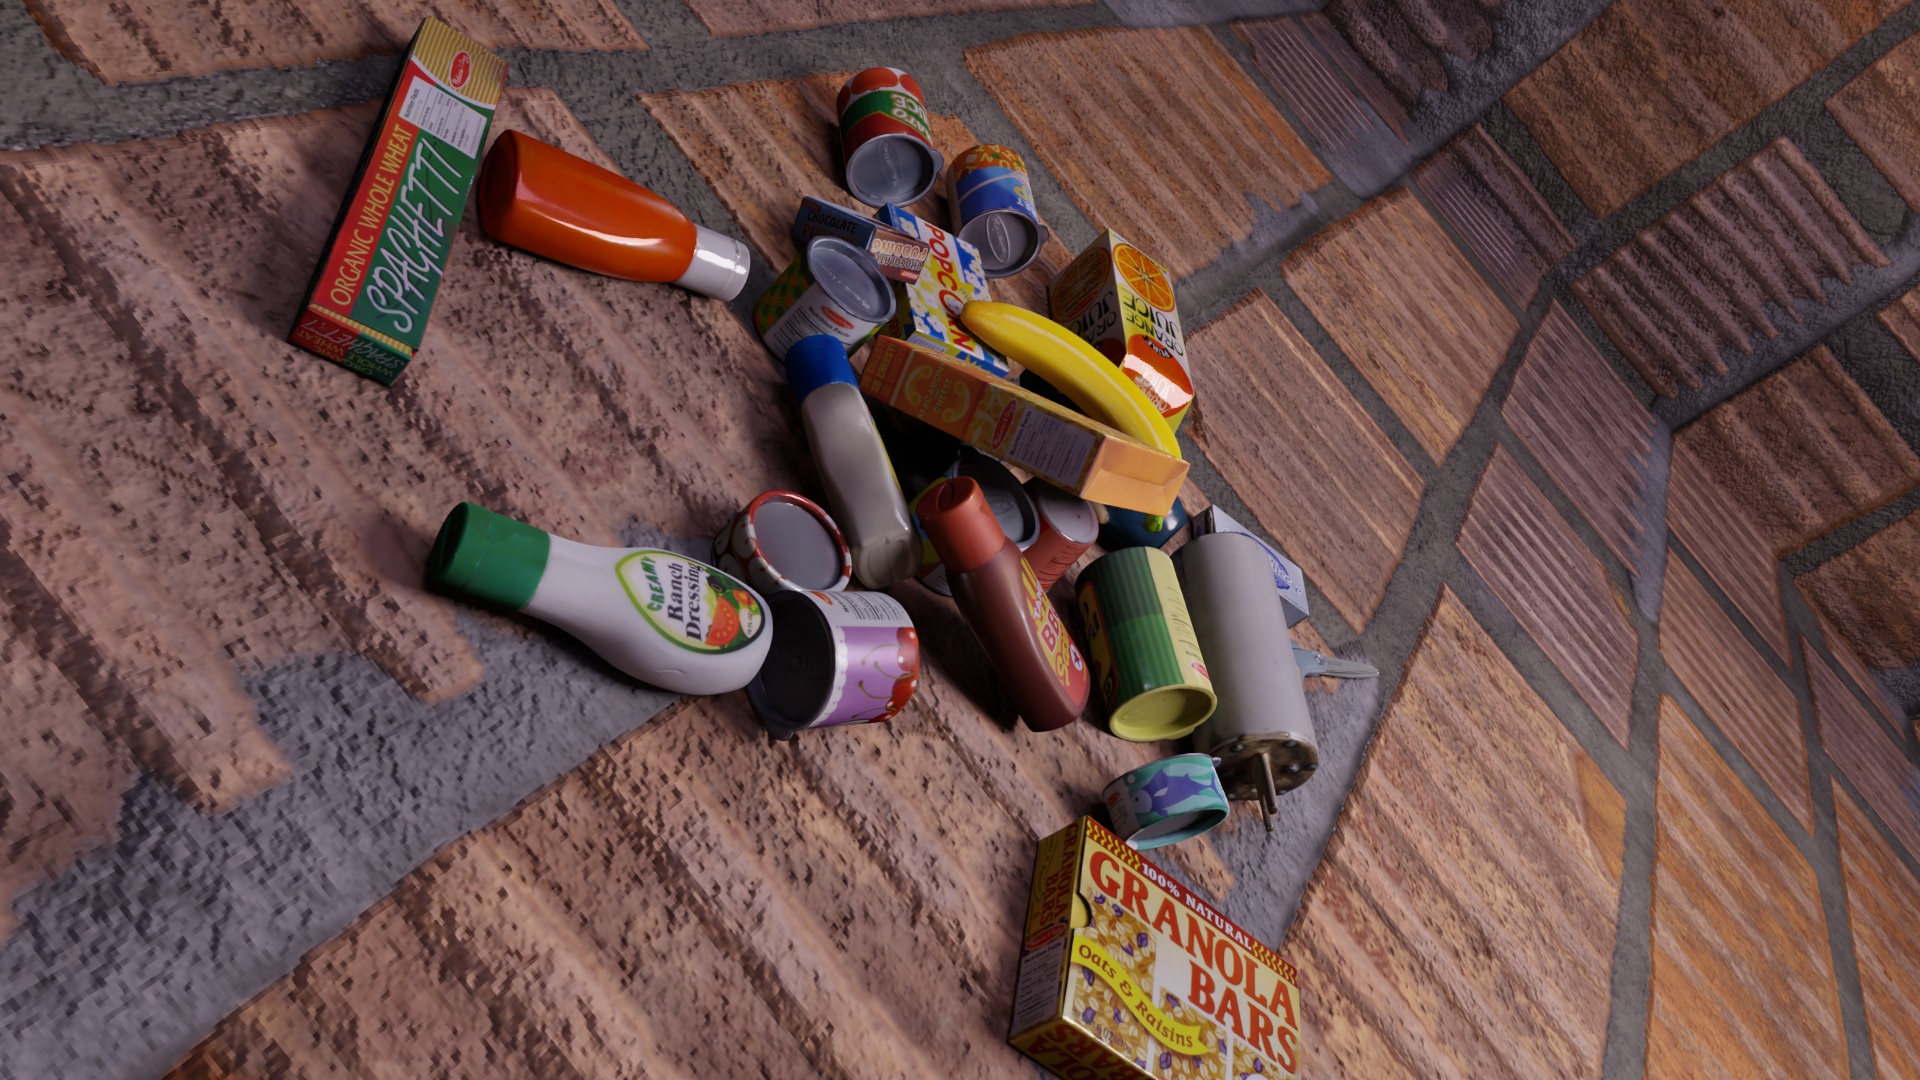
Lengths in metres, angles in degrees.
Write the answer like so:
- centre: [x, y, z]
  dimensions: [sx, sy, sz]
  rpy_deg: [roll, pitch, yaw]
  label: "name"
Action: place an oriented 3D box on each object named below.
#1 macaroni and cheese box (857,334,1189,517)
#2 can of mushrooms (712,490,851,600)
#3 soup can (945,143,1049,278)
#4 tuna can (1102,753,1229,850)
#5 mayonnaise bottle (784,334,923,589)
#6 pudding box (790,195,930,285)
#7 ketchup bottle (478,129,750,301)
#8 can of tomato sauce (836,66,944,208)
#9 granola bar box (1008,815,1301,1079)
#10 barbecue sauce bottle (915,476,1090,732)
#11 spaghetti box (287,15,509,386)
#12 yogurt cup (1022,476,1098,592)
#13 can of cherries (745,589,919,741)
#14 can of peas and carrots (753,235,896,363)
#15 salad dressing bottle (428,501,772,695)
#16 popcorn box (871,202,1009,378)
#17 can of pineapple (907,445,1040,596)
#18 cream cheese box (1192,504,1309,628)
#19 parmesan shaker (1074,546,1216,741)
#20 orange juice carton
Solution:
- centre: [0.039, -0.069, 0.834]
  dimensions: [0.167, 0.040, 0.124]
  rpy_deg: [28, 10, 30]
  label: "macaroni and cheese box"
- centre: [-0.092, 0.007, 0.712]
  dimensions: [0.071, 0.033, 0.071]
  rpy_deg: [29, 40, -27]
  label: "can of mushrooms"
- centre: [0.027, -0.253, 1.064]
  dimensions: [0.071, 0.071, 0.084]
  rpy_deg: [24, 41, -33]
  label: "soup can"
- centre: [0.119, 0.148, 0.785]
  dimensions: [0.071, 0.070, 0.033]
  rpy_deg: [11, 51, -43]
  label: "tuna can"
- centre: [-0.062, -0.049, 0.778]
  dimensions: [0.064, 0.041, 0.148]
  rpy_deg: [82, -12, -62]
  label: "mayonnaise bottle"
- centre: [-0.066, -0.196, 0.904]
  dimensions: [0.050, 0.030, 0.084]
  rpy_deg: [8, 19, -46]
  label: "pudding box"
- centre: [-0.187, -0.172, 0.766]
  dimensions: [0.149, 0.043, 0.065]
  rpy_deg: [15, 48, -41]
  label: "ketchup bottle"
- centre: [-0.053, -0.295, 1.014]
  dimensions: [0.071, 0.071, 0.083]
  rpy_deg: [22, 43, -36]
  label: "can of tomato sauce"
- centre: [0.106, 0.236, 0.712]
  dimensions: [0.165, 0.039, 0.125]
  rpy_deg: [38, 35, -17]
  label: "granola bar box"
- centre: [0.023, 0.033, 0.761]
  dimensions: [0.148, 0.043, 0.065]
  rpy_deg: [60, 20, -28]
  label: "barbecue sauce bottle"
- centre: [-0.271, -0.175, 0.686]
  dimensions: [0.050, 0.028, 0.251]
  rpy_deg: [27, 40, -30]
  label: "spaghetti box"
- centre: [0.049, -0.006, 0.867]
  dimensions: [0.072, 0.053, 0.073]
  rpy_deg: [29, 40, -27]
  label: "yogurt cup"
- centre: [-0.063, 0.059, 0.670]
  dimensions: [0.058, 0.071, 0.071]
  rpy_deg: [3, 55, -49]
  label: "can of cherries"
- centre: [-0.082, -0.142, 0.844]
  dimensions: [0.071, 0.058, 0.071]
  rpy_deg: [31, 38, -27]
  label: "can of peas and carrots"
- centre: [-0.156, 0.025, 0.612]
  dimensions: [0.147, 0.043, 0.064]
  rpy_deg: [23, 41, -33]
  label: "salad dressing bottle"
- centre: [-0.020, -0.164, 0.953]
  dimensions: [0.085, 0.038, 0.127]
  rpy_deg: [20, 44, -38]
  label: "popcorn box"
- centre: [0.003, -0.010, 0.814]
  dimensions: [0.071, 0.057, 0.071]
  rpy_deg: [30, 38, -27]
  label: "can of pineapple"
- centre: [0.222, 0.020, 1.065]
  dimensions: [0.103, 0.024, 0.054]
  rpy_deg: [33, 36, -24]
  label: "cream cheese box"
- centre: [0.114, 0.065, 0.864]
  dimensions: [0.071, 0.071, 0.103]
  rpy_deg: [20, 43, -37]
  label: "parmesan shaker"
- centre: [0.123, -0.144, 1.066]
  dimensions: [0.072, 0.072, 0.194]
  rpy_deg: [28, 40, -29]
  label: "orange juice carton"
